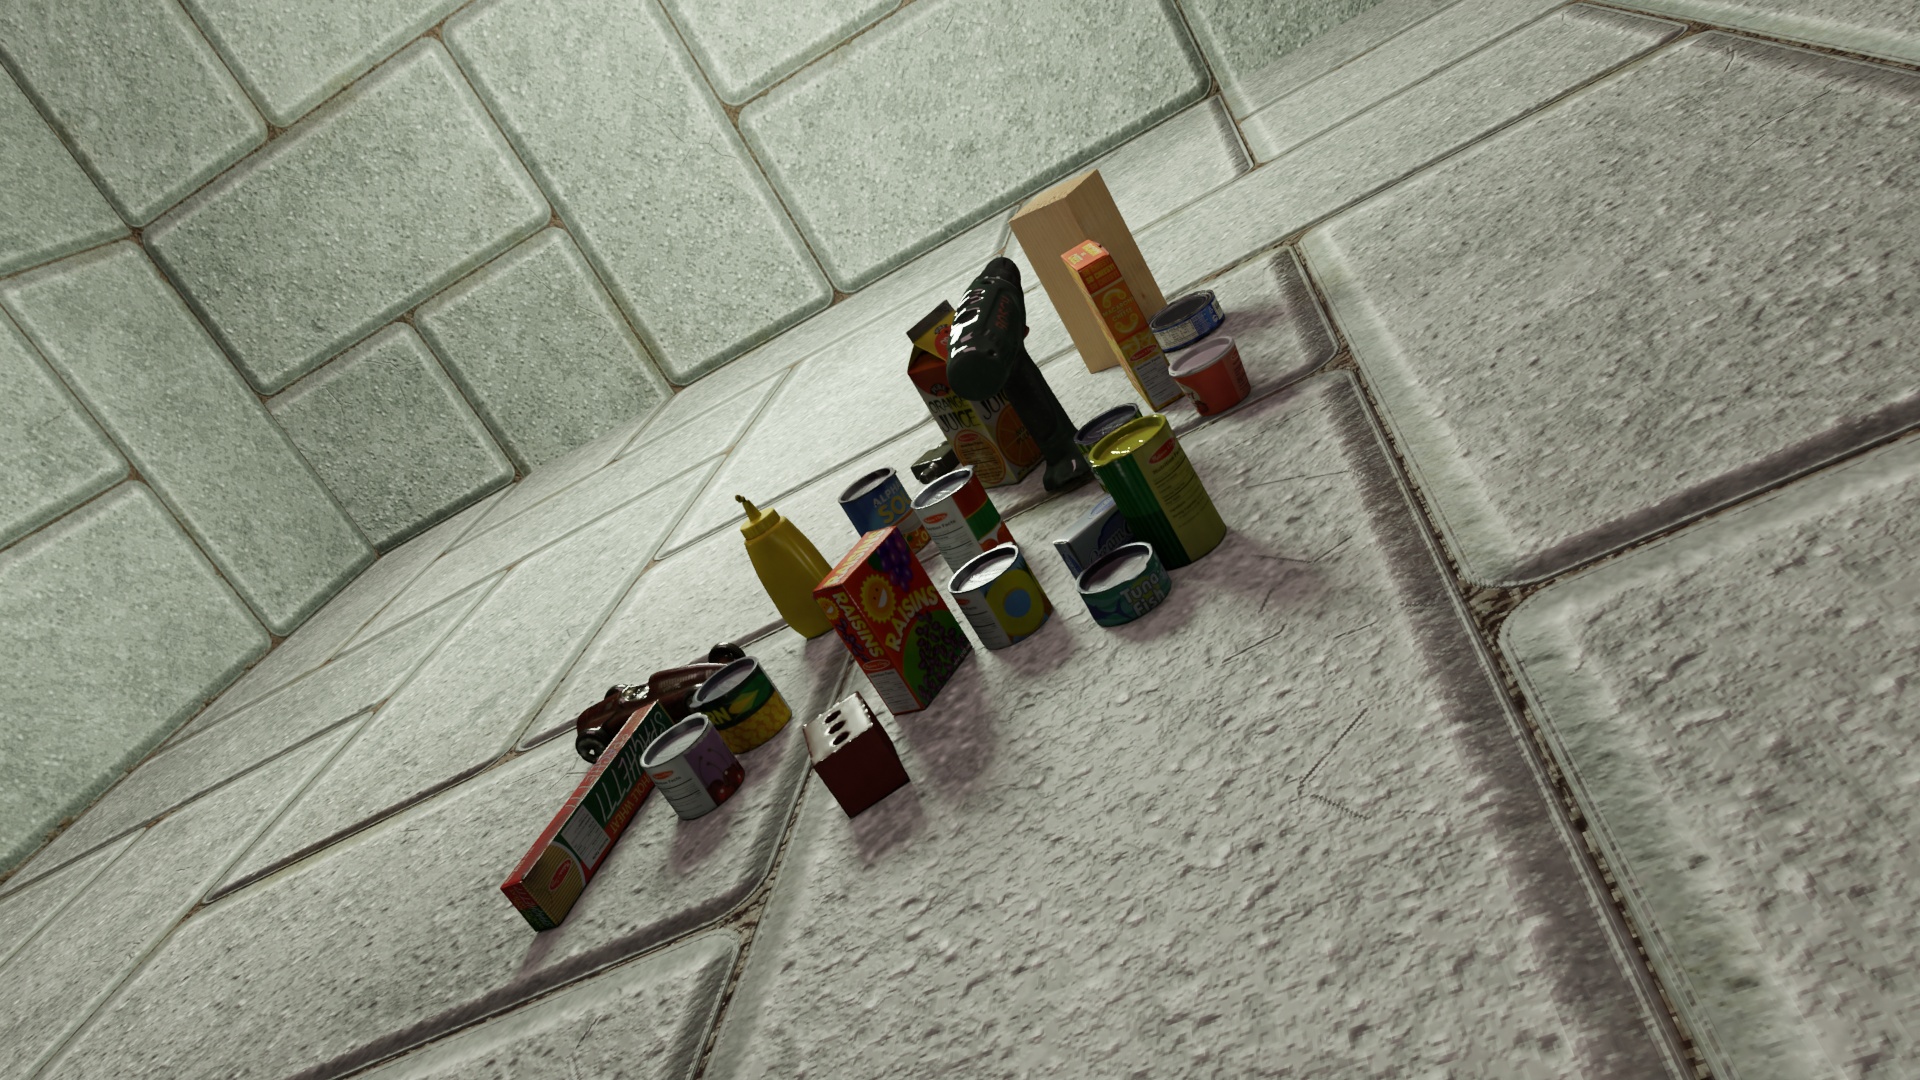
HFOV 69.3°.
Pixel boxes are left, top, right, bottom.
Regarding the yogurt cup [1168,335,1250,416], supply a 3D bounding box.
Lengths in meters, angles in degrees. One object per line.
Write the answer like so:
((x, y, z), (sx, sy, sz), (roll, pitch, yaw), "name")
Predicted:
((0.239, -0.154, 1.316), (0.072, 0.054, 0.072), (-28, 18, 10), "yogurt cup")

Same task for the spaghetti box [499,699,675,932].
((-0.307, 0.228, 1.189), (0.028, 0.050, 0.251), (-23, 20, 25), "spaghetti box")

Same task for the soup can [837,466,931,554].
((-0.075, -0.025, 1.429), (0.071, 0.083, 0.071), (-28, 18, 10), "soup can")

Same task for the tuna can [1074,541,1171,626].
((0.124, 0.033, 1.042), (0.071, 0.032, 0.071), (-28, 18, 10), "tuna can")

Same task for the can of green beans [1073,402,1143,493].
((0.146, -0.084, 1.273), (0.071, 0.057, 0.071), (-28, 18, 10), "can of green beans")

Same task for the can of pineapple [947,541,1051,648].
((0.033, 0.044, 1.116), (0.071, 0.057, 0.071), (-28, 18, 10), "can of pineapple")

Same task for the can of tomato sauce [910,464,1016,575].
((0.005, -0.016, 1.280), (0.071, 0.083, 0.071), (-28, 18, 10), "can of tomato sauce")

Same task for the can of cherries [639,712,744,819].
((-0.219, 0.185, 1.147), (0.071, 0.058, 0.072), (-28, 18, 10), "can of cherries")

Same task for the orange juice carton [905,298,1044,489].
((0.013, -0.153, 1.451), (0.072, 0.192, 0.073), (-43, 21, -33), "orange juice carton")

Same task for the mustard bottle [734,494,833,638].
((-0.169, 0.018, 1.344), (0.065, 0.160, 0.049), (-27, 18, 14), "mustard bottle")

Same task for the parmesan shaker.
((0.149, -0.035, 1.065), (0.071, 0.103, 0.071), (-28, 18, 10), "parmesan shaker")

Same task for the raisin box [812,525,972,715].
((-0.052, 0.063, 1.099), (0.040, 0.123, 0.086), (-15, 24, 41), "raisin box")

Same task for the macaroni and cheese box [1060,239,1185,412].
((0.167, -0.224, 1.433), (0.040, 0.166, 0.124), (-30, 18, 6), "macaroni and cheese box")

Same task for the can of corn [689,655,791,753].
((-0.191, 0.145, 1.210), (0.071, 0.058, 0.071), (-28, 18, 10), "can of corn")

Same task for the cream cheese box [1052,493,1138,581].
((0.126, -0.007, 1.110), (0.104, 0.053, 0.024), (-39, 19, -23), "cream cheese box")
